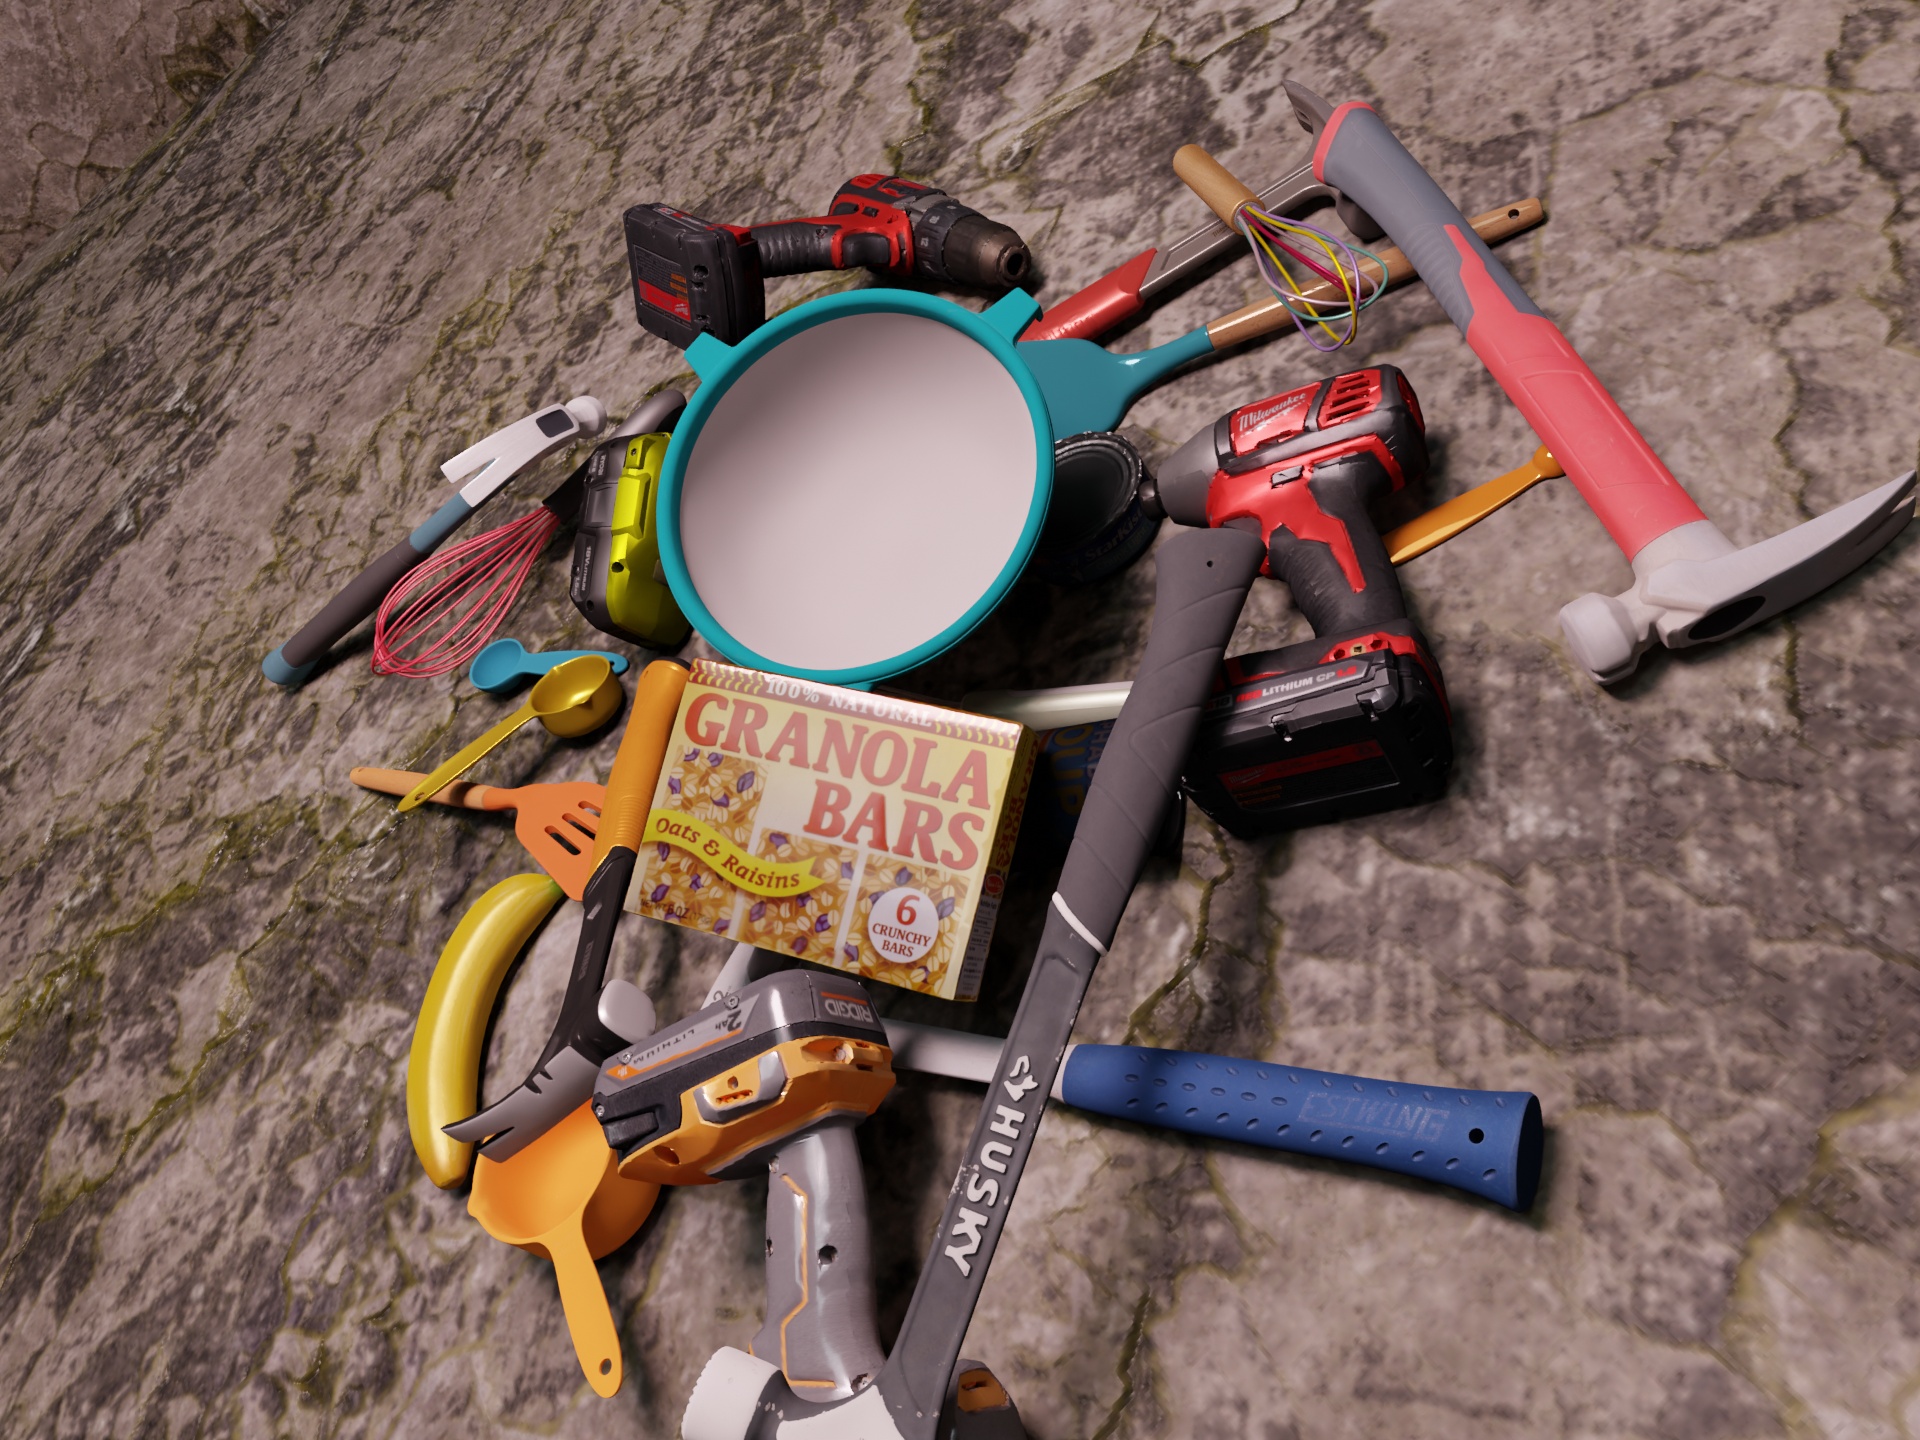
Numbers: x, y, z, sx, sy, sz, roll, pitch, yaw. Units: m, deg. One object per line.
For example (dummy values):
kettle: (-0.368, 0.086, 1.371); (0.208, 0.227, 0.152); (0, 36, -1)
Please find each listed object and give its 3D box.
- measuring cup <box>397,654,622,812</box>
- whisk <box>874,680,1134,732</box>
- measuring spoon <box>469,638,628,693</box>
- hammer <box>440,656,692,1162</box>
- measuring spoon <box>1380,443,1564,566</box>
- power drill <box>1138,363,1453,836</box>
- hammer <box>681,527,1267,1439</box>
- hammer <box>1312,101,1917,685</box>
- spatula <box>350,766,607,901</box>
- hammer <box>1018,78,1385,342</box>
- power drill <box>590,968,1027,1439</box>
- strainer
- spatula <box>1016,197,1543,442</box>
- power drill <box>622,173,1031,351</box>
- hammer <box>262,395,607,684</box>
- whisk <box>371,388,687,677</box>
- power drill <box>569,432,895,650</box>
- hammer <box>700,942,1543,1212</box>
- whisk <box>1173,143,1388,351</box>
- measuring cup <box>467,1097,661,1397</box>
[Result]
measuring cup: (-0.280, 0.016, 0.997); (0.156, 0.029, 0.062); (-38, 37, -13)
whisk: (-0.001, -0.003, 0.829); (0.246, 0.057, 0.059); (-4, 90, 27)
measuring spoon: (-0.272, -0.032, 1.064); (0.129, 0.021, 0.042); (2, 56, 25)
hammer: (-0.187, 0.075, 0.849); (0.127, 0.034, 0.337); (-39, 26, 25)
measuring spoon: (0.238, -0.102, 0.761); (0.117, 0.011, 0.021); (-29, 45, 13)
power drill: (0.151, -0.064, 0.743); (0.143, 0.078, 0.220); (-14, 50, 26)
hammer: (0.044, 0.098, 0.611); (0.149, 0.036, 0.409); (18, 69, 13)
hammer: (0.277, -0.193, 0.761); (0.143, 0.038, 0.387); (-27, 51, 12)
spatula: (-0.303, 0.056, 1.000); (0.323, 0.041, 0.081); (5, 35, 44)
hammer: (0.079, -0.256, 0.974); (0.359, 0.036, 0.149); (-29, 45, 12)
power drill: (-0.085, 0.240, 0.652); (0.185, 0.084, 0.226); (-30, 62, 19)
strainer: (-0.044, -0.046, 0.811); (0.211, 0.095, 0.340); (-4, 76, 17)
spatula: (0.162, -0.223, 0.884); (0.317, 0.044, 0.082); (-19, 84, 19)
power drill: (-0.084, -0.302, 1.040); (0.226, 0.080, 0.188); (-22, 37, -29)
hammer: (-0.398, -0.123, 1.158); (0.331, 0.033, 0.128); (-34, 8, 25)
whisk: (-0.305, -0.135, 1.134); (0.296, 0.073, 0.073); (-45, 44, -11)
power drill: (-0.125, -0.105, 0.958); (0.228, 0.080, 0.191); (-3, 75, 33)
hammer: (0.041, 0.146, 0.689); (0.406, 0.035, 0.144); (1, 58, 35)
whisk: (0.165, -0.269, 0.862); (0.051, 0.047, 0.245); (-43, 36, 17)
measuring cup: (-0.171, 0.246, 0.750); (0.095, 0.052, 0.174); (-38, 46, 4)
